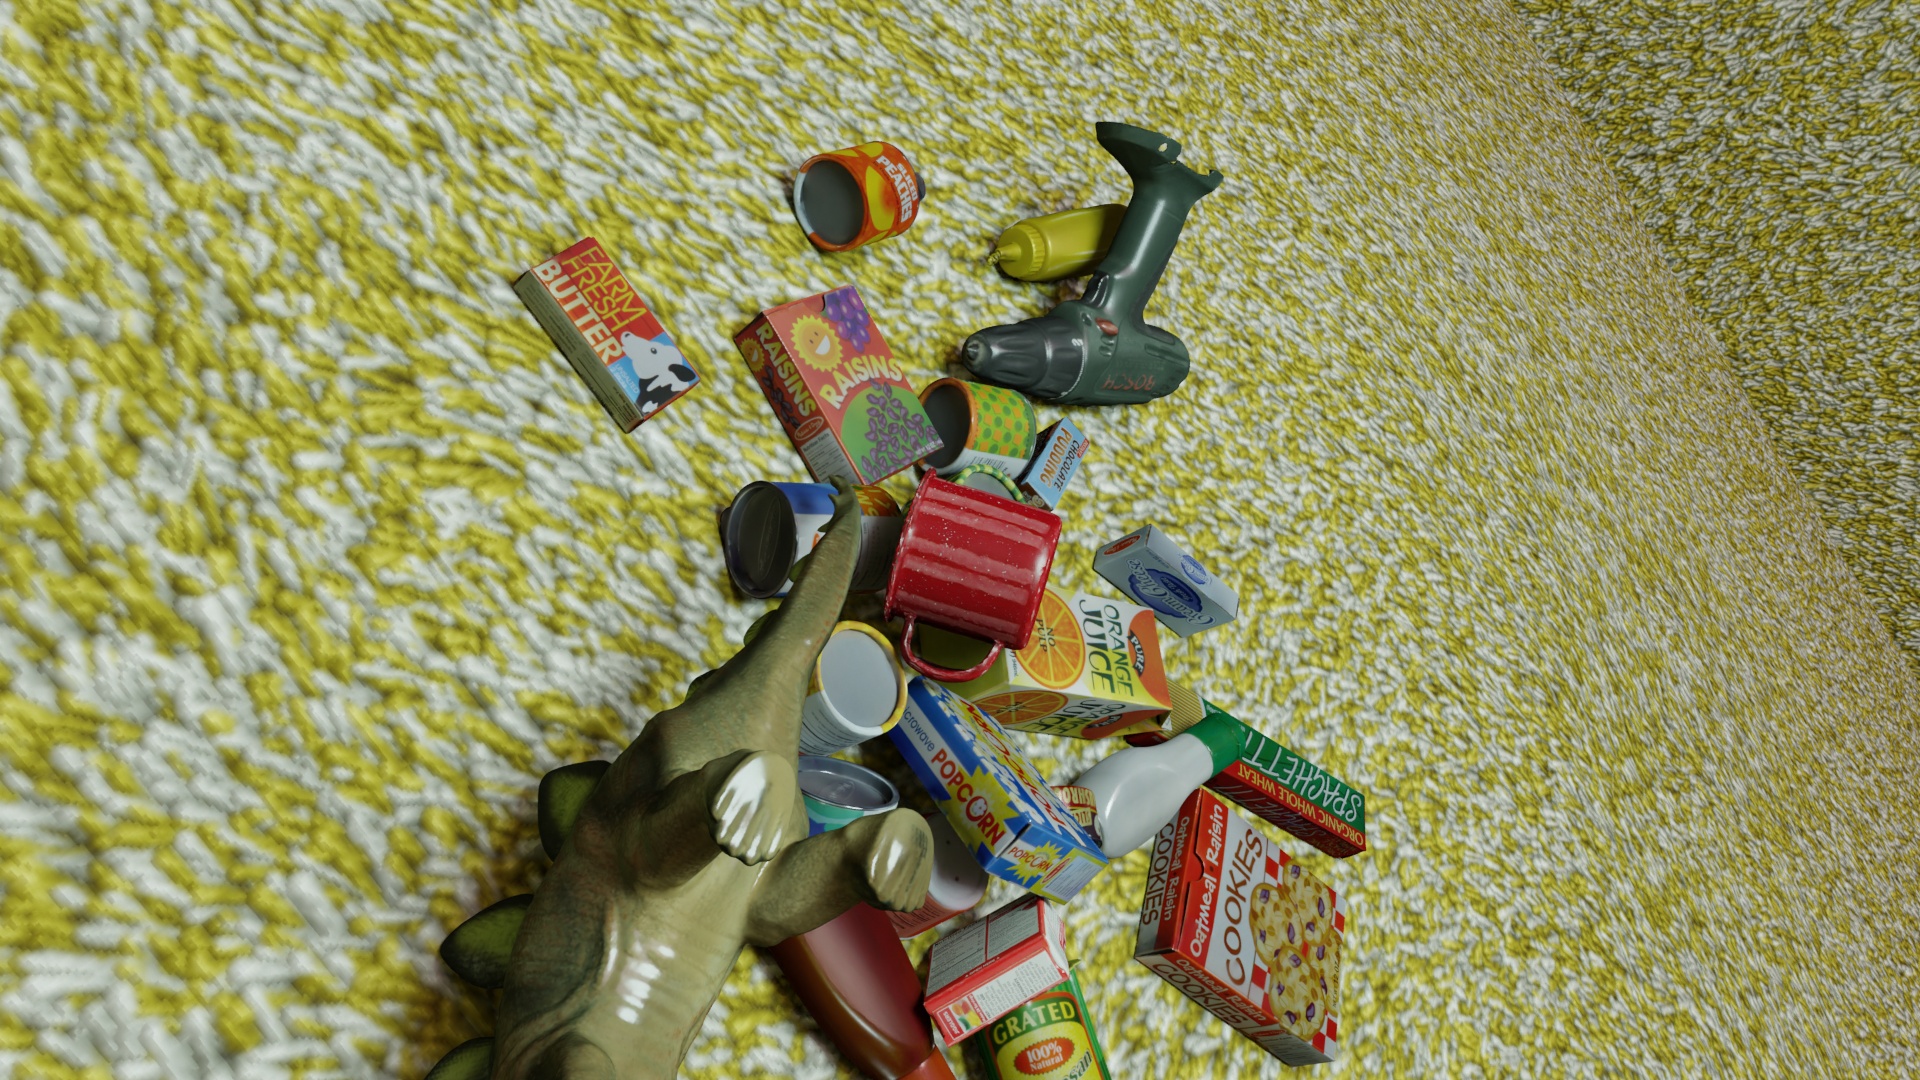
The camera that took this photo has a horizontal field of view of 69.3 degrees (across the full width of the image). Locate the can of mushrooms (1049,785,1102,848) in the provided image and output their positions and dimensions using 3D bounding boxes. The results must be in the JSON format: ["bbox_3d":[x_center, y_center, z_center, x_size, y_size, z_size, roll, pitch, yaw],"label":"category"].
[{"bbox_3d":[0.052,0.171,0.837,0.071,0.070,0.033,15,57,-40],"label":"can of mushrooms"}]

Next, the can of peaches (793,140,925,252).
[{"bbox_3d":[-0.068,-0.232,0.935,0.058,0.071,0.071,-31,92,-48],"label":"can of peaches"}]

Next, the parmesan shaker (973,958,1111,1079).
[{"bbox_3d":[0.052,0.295,0.770,0.071,0.071,0.103,-9,75,-47],"label":"parmesan shaker"}]

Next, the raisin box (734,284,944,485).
[{"bbox_3d":[-0.075,-0.093,0.877,0.086,0.040,0.123,-31,91,-48],"label":"raisin box"}]

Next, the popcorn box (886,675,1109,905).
[{"bbox_3d":[0.017,0.138,0.777,0.085,0.038,0.127,37,8,-47],"label":"popcorn box"}]

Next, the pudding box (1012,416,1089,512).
[{"bbox_3d":[0.054,-0.045,0.972,0.030,0.049,0.084,47,44,-14],"label":"pudding box"}]

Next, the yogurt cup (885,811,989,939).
[{"bbox_3d":[-0.021,0.183,0.771,0.072,0.053,0.073,22,54,-35],"label":"yogurt cup"}]

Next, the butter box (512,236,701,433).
[{"bbox_3d":[-0.197,-0.116,0.779,0.103,0.024,0.053,54,43,-9],"label":"butter box"}]

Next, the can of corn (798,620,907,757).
[{"bbox_3d":[-0.072,0.082,0.772,0.071,0.058,0.071,23,55,-36],"label":"can of corn"}]

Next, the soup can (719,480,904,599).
[{"bbox_3d":[-0.085,-0.002,0.801,0.084,0.071,0.071,0,69,-46],"label":"soup can"}]

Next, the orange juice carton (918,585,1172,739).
[{"bbox_3d":[0.070,0.081,0.902,0.193,0.072,0.072,14,58,-40],"label":"orange juice carton"}]

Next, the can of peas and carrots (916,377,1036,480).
[{"bbox_3d":[0.007,-0.075,0.929,0.059,0.070,0.071,6,65,-42],"label":"can of peas and carrots"}]

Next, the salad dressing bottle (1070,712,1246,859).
[{"bbox_3d":[0.130,0.159,0.919,0.148,0.044,0.064,-22,117,-37],"label":"salad dressing bottle"}]

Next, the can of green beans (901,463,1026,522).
[{"bbox_3d":[0.003,-0.009,0.895,0.071,0.057,0.071,23,54,-36],"label":"can of green beans"}]

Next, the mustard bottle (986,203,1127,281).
[{"bbox_3d":[0.076,-0.230,1.084,0.161,0.065,0.049,-19,87,-44],"label":"mustard bottle"}]

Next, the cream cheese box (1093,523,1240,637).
[{"bbox_3d":[0.153,0.031,1.026,0.103,0.053,0.024,37,49,-26],"label":"cream cheese box"}]

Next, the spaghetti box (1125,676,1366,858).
[{"bbox_3d":[0.218,0.171,1.035,0.250,0.028,0.050,31,51,-30],"label":"spaghetti box"}]

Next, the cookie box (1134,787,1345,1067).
[{"bbox_3d":[0.198,0.265,0.954,0.167,0.040,0.123,39,46,-23],"label":"cookie box"}]

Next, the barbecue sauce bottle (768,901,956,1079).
[{"bbox_3d":[-0.047,0.240,0.723,0.065,0.043,0.148,-33,94,-53],"label":"barbecue sauce bottle"}]

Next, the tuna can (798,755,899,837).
[{"bbox_3d":[-0.070,0.141,0.735,0.071,0.071,0.032,7,103,-43],"label":"tuna can"}]
